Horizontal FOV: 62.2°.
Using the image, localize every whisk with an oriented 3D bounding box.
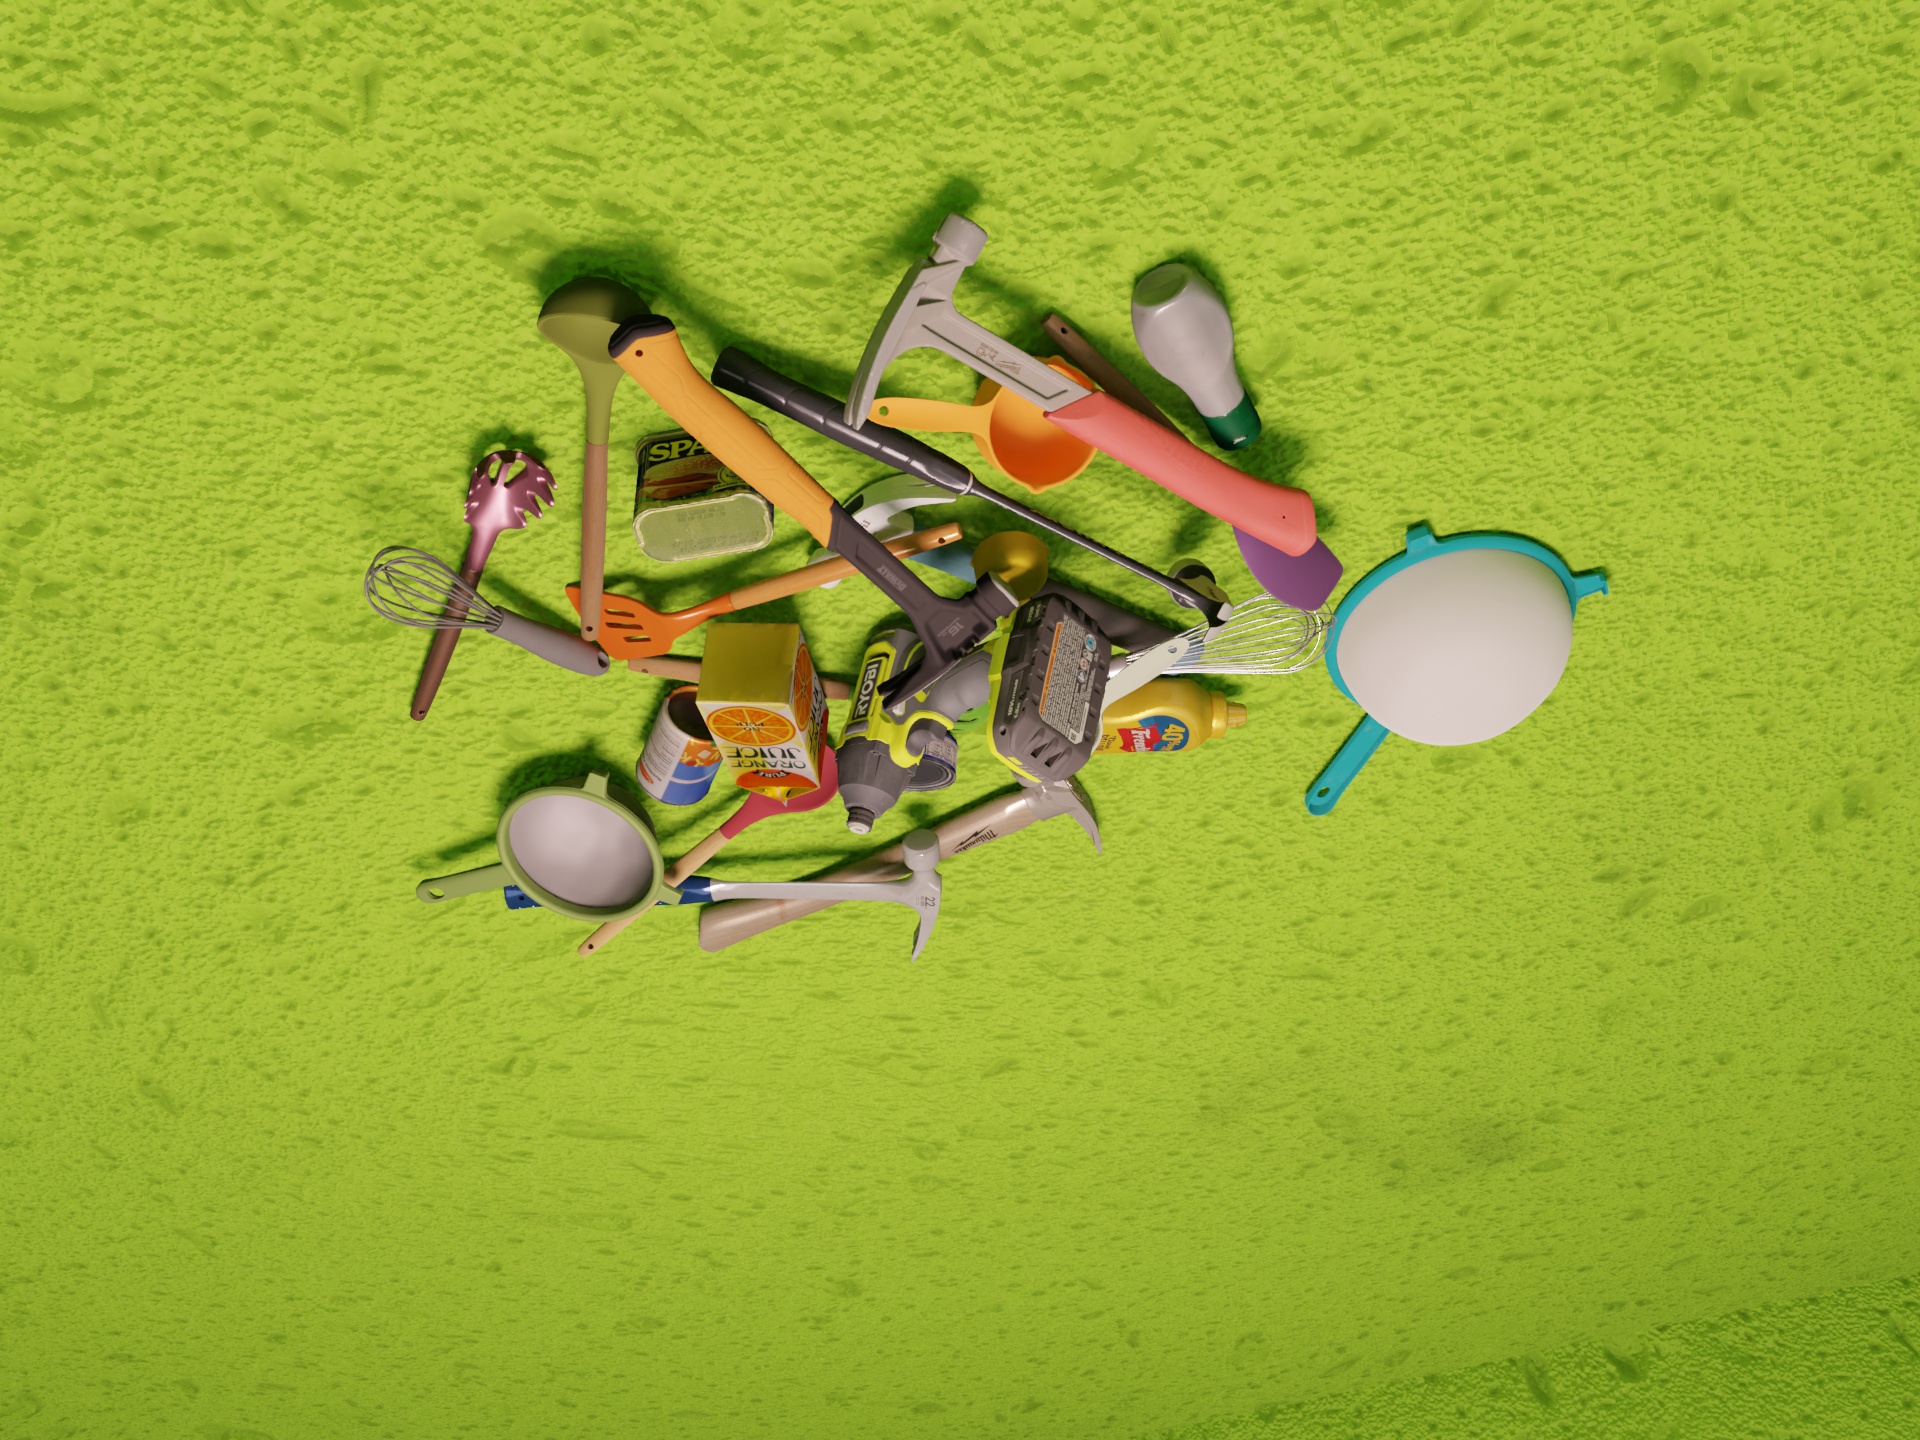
[{"bbox_3d":[0.158,-0.049,1.269,0.284,0.070,0.070,-13,137,11],"label":"whisk"},{"bbox_3d":[-0.350,-0.073,1.201,0.055,0.055,0.238,-28,152,22],"label":"whisk"}]

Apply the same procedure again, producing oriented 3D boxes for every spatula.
[{"bbox_3d":[-0.150,-0.104,1.211,0.322,0.041,0.080,-15,131,15],"label":"spatula"},{"bbox_3d":[0.170,-0.184,1.152,0.315,0.018,0.060,39,81,-24],"label":"spatula"}]

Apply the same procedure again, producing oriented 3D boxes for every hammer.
[{"bbox_3d":[0.052,-0.103,1.260,0.330,0.033,0.128,20,132,-26],"label":"hammer"},{"bbox_3d":[0.016,-0.159,1.119,0.408,0.149,0.036,24,105,-13],"label":"hammer"},{"bbox_3d":[0.100,-0.192,1.088,0.358,0.037,0.149,25,100,-27],"label":"hammer"},{"bbox_3d":[-0.218,0.162,1.476,0.405,0.035,0.144,0,129,4],"label":"hammer"},{"bbox_3d":[-0.110,-0.143,1.079,0.127,0.034,0.336,-40,122,13],"label":"hammer"},{"bbox_3d":[-0.068,0.144,1.512,0.410,0.038,0.146,-23,136,18],"label":"hammer"}]

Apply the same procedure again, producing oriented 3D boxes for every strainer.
[{"bbox_3d":[0.394,-0.004,1.358,0.211,0.095,0.340,11,133,-18],"label":"strainer"},{"bbox_3d":[-0.373,0.114,1.423,0.256,0.069,0.151,-15,120,22],"label":"strainer"}]

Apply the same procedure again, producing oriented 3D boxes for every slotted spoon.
[{"bbox_3d":[-0.119,-0.026,1.329,0.313,0.031,0.070,8,141,-12],"label":"slotted spoon"}]

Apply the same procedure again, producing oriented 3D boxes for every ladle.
[{"bbox_3d":[-0.259,-0.170,1.123,0.078,0.062,0.320,8,134,-8],"label":"ladle"},{"bbox_3d":[-0.228,0.117,1.420,0.315,0.031,0.069,-39,98,14],"label":"ladle"}]

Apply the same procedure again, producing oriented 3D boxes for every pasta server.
[{"bbox_3d":[-0.378,-0.095,1.216,0.060,0.040,0.316,5,139,-32],"label":"pasta server"}]

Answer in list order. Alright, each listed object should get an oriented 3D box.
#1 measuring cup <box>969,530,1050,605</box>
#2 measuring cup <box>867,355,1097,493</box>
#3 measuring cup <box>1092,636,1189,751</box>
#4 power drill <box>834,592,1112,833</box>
[{"bbox_3d":[0.047,-0.083,1.234,0.062,0.029,0.156,-9,140,5],"label":"measuring cup"},{"bbox_3d":[0.011,-0.211,1.098,0.173,0.052,0.095,1,110,-19],"label":"measuring cup"},{"bbox_3d":[0.109,-0.027,1.237,0.167,0.038,0.083,-34,116,27],"label":"measuring cup"},{"bbox_3d":[-0.002,-0.004,1.206,0.223,0.171,0.080,-13,144,44],"label":"power drill"}]
